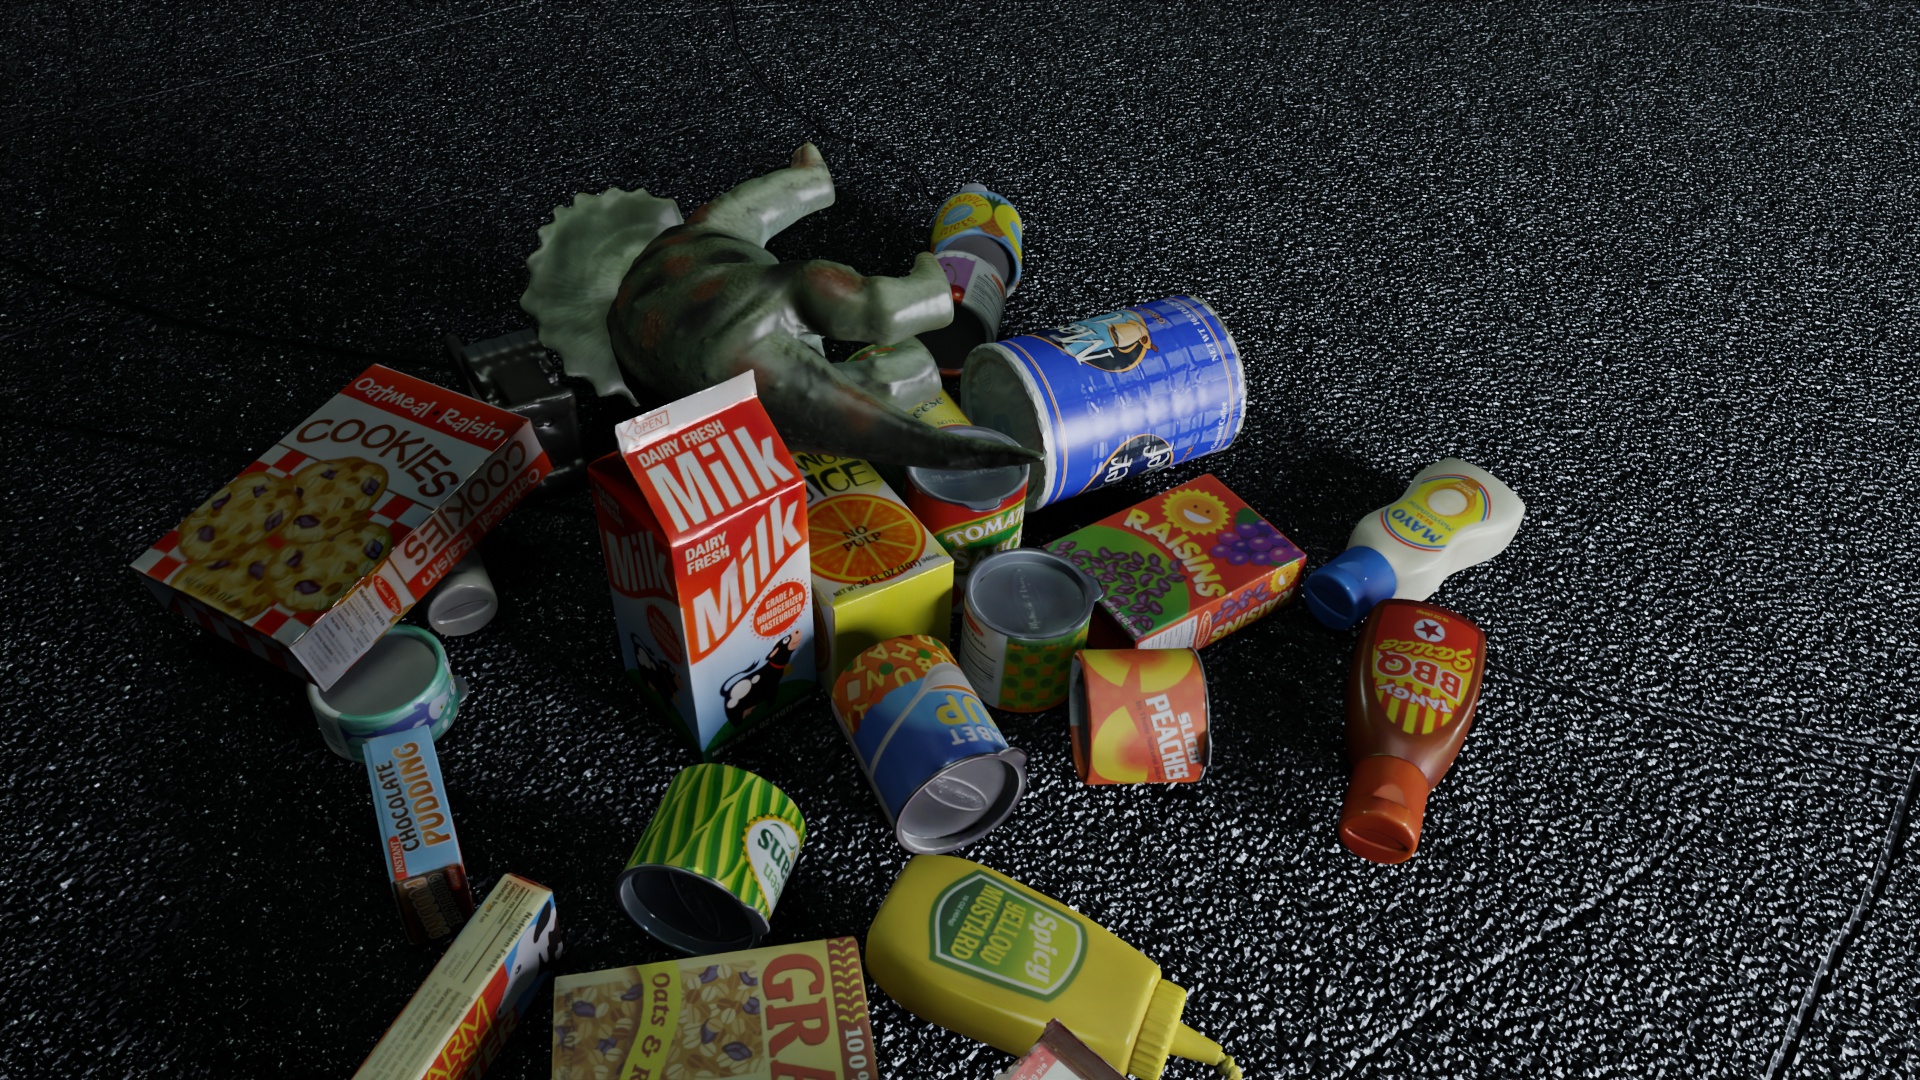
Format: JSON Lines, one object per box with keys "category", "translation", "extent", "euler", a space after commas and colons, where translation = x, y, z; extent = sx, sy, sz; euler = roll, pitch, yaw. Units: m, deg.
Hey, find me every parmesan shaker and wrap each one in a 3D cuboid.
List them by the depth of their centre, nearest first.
{"category": "parmesan shaker", "translation": [-0.027, -0.065, 0.834], "extent": [0.071, 0.071, 0.103], "euler": [-18, 47, -22]}

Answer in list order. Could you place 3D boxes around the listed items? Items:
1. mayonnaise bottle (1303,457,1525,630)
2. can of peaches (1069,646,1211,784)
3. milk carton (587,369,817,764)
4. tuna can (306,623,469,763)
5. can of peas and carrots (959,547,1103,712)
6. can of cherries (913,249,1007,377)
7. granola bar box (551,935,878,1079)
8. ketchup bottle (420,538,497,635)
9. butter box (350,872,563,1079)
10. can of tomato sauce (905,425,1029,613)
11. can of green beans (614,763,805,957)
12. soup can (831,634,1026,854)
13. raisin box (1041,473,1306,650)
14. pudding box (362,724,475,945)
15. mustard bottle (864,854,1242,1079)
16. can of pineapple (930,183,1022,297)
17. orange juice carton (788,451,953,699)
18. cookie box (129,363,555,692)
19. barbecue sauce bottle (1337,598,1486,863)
{"category": "mayonnaise bottle", "translation": [0.258, 0.004, 0.799], "extent": [0.149, 0.041, 0.065], "euler": [-28, 53, -31]}
{"category": "can of peaches", "translation": [0.086, 0.086, 0.676], "extent": [0.058, 0.070, 0.071], "euler": [-1, 42, -4]}
{"category": "milk carton", "translation": [-0.120, 0.009, 0.655], "extent": [0.072, 0.189, 0.073], "euler": [-29, 51, -31]}
{"category": "tuna can", "translation": [-0.283, 0.074, 0.688], "extent": [0.071, 0.032, 0.071], "euler": [2, 43, -2]}
{"category": "can of peas and carrots", "translation": [0.036, 0.046, 0.723], "extent": [0.071, 0.058, 0.071], "euler": [3, 42, -2]}
{"category": "can of cherries", "translation": [-0.008, -0.151, 0.933], "extent": [0.071, 0.071, 0.059], "euler": [8, 43, 5]}
{"category": "granola bar box", "translation": [-0.089, 0.238, 0.518], "extent": [0.124, 0.038, 0.166], "euler": [-6, 43, -9]}
{"category": "ketchup bottle", "translation": [-0.294, -0.008, 0.770], "extent": [0.065, 0.043, 0.149], "euler": [-22, 49, -19]}
{"category": "butter box", "translation": [-0.198, 0.190, 0.553], "extent": [0.024, 0.052, 0.104], "euler": [18, 45, 11]}
{"category": "can of tomato sauce", "translation": [0.003, -0.010, 0.764], "extent": [0.071, 0.082, 0.071], "euler": [2, 42, -2]}
{"category": "can of green beans", "translation": [-0.107, 0.140, 0.605], "extent": [0.071, 0.070, 0.058], "euler": [13, 43, 10]}
{"category": "soup can", "translation": [-0.015, 0.094, 0.659], "extent": [0.071, 0.071, 0.084], "euler": [-15, 45, -20]}
{"category": "raisin box", "translation": [0.117, 0.019, 0.774], "extent": [0.124, 0.039, 0.086], "euler": [-23, 48, -25]}
{"category": "pudding box", "translation": [-0.241, 0.129, 0.618], "extent": [0.030, 0.049, 0.084], "euler": [-15, 45, -21]}
{"category": "mustard bottle", "translation": [0.041, 0.185, 0.578], "extent": [0.160, 0.048, 0.066], "euler": [18, 46, 16]}
{"category": "can of pineapple", "translation": [0.010, -0.210, 0.994], "extent": [0.071, 0.070, 0.058], "euler": [3, 42, -1]}
{"category": "orange juice carton", "translation": [-0.083, -0.009, 0.764], "extent": [0.072, 0.072, 0.193], "euler": [-21, 47, -24]}
{"category": "cookie box", "translation": [-0.314, -0.014, 0.718], "extent": [0.123, 0.040, 0.168], "euler": [19, 53, 25]}
{"category": "barbecue sauce bottle", "translation": [0.222, 0.094, 0.696], "extent": [0.065, 0.043, 0.149], "euler": [18, 45, 14]}
